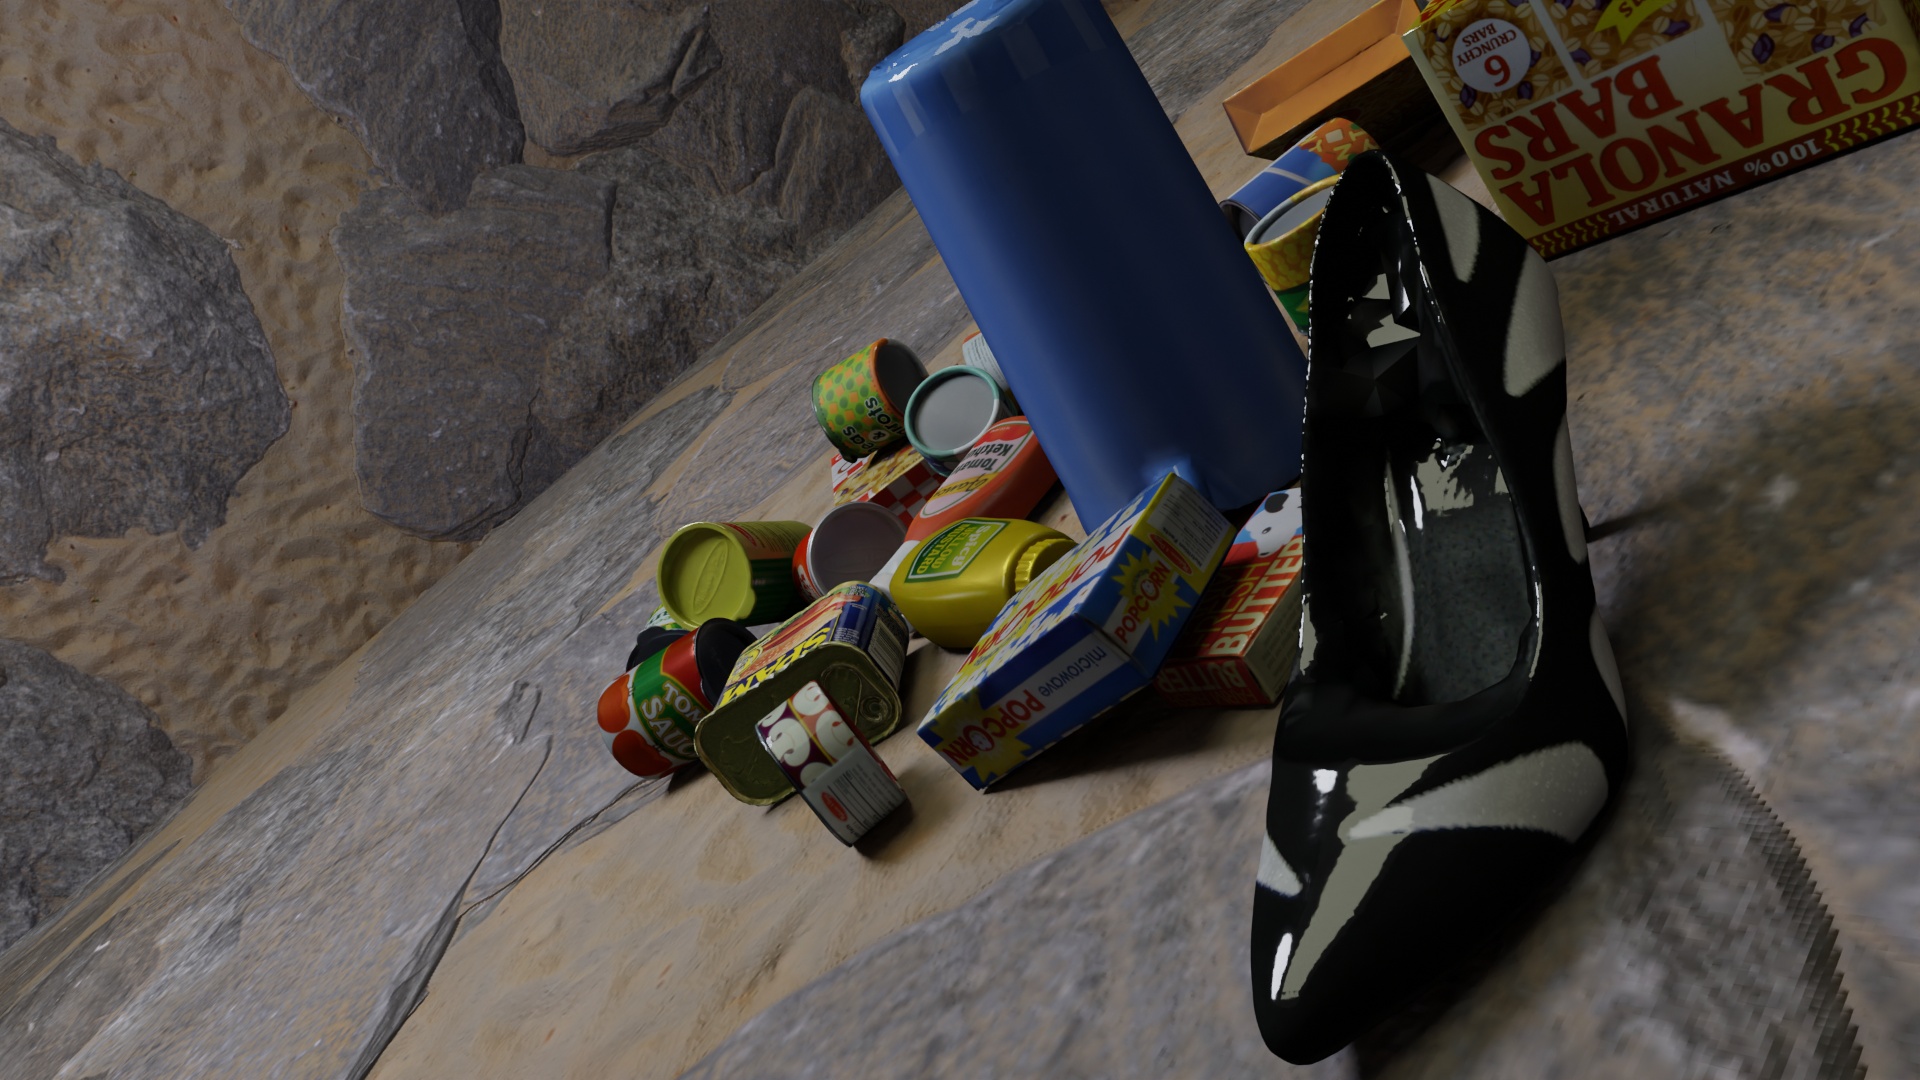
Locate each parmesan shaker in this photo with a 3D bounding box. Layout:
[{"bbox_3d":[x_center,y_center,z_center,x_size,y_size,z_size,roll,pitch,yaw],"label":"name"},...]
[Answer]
[{"bbox_3d":[-0.128,0.023,0.860,0.071,0.071,0.103,-31,-11,21],"label":"parmesan shaker"}]

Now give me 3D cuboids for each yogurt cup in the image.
[{"bbox_3d":[-0.066,0.014,0.824,0.073,0.072,0.054,-46,11,-25],"label":"yogurt cup"}]

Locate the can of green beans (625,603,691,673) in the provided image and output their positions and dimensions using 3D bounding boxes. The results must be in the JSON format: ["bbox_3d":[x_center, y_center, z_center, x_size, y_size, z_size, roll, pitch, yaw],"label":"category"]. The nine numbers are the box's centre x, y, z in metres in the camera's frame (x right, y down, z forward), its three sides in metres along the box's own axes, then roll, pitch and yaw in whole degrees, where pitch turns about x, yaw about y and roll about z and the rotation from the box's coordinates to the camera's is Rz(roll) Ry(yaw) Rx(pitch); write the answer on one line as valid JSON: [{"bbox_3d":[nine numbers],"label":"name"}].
[{"bbox_3d":[-0.171,0.074,0.871,0.071,0.071,0.058,-34,17,11],"label":"can of green beans"}]

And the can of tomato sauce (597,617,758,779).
[{"bbox_3d":[-0.157,0.093,0.796,0.083,0.071,0.071,-31,19,25],"label":"can of tomato sauce"}]

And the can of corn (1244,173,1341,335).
[{"bbox_3d":[0.196,-0.153,0.739,0.071,0.058,0.071,-34,18,13],"label":"can of corn"}]

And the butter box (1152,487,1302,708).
[{"bbox_3d":[0.116,0.018,0.518,0.104,0.024,0.053,-48,20,-29],"label":"butter box"}]

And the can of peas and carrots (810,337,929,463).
[{"bbox_3d":[-0.059,-0.095,0.947,0.058,0.071,0.071,-25,21,32],"label":"can of peas and carrots"}]

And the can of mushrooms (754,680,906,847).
[{"bbox_3d":[-0.056,0.093,0.593,0.033,0.071,0.071,-39,17,-5],"label":"can of mushrooms"}]

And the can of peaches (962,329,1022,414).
[{"bbox_3d":[0.044,-0.127,0.963,0.058,0.071,0.071,-31,19,24],"label":"can of peaches"}]

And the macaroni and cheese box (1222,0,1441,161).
[{"bbox_3d":[0.254,-0.284,0.875,0.123,0.040,0.167,-26,-5,33],"label":"macaroni and cheese box"}]

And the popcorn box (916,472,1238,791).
[{"bbox_3d":[0.043,0.037,0.536,0.085,0.038,0.126,-53,6,-39],"label":"popcorn box"}]

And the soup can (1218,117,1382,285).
[{"bbox_3d":[0.207,-0.197,0.822,0.084,0.071,0.071,-38,17,-3],"label":"soup can"}]

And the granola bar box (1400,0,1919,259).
[{"bbox_3d":[0.286,-0.199,0.567,0.165,0.124,0.039,-17,27,49],"label":"granola bar box"}]

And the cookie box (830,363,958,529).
[{"bbox_3d":[-0.030,-0.058,0.975,0.123,0.040,0.168,-36,18,5],"label":"cookie box"}]

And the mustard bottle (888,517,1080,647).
[{"bbox_3d":[0.024,0.019,0.656,0.065,0.048,0.160,-47,19,-22],"label":"mustard bottle"}]

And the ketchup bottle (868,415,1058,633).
[{"bbox_3d":[0.003,-0.010,0.780,0.064,0.043,0.149,-7,35,48],"label":"ketchup bottle"}]

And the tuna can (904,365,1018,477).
[{"bbox_3d":[-0.001,-0.076,0.869,0.071,0.032,0.071,-10,62,20],"label":"tuna can"}]
